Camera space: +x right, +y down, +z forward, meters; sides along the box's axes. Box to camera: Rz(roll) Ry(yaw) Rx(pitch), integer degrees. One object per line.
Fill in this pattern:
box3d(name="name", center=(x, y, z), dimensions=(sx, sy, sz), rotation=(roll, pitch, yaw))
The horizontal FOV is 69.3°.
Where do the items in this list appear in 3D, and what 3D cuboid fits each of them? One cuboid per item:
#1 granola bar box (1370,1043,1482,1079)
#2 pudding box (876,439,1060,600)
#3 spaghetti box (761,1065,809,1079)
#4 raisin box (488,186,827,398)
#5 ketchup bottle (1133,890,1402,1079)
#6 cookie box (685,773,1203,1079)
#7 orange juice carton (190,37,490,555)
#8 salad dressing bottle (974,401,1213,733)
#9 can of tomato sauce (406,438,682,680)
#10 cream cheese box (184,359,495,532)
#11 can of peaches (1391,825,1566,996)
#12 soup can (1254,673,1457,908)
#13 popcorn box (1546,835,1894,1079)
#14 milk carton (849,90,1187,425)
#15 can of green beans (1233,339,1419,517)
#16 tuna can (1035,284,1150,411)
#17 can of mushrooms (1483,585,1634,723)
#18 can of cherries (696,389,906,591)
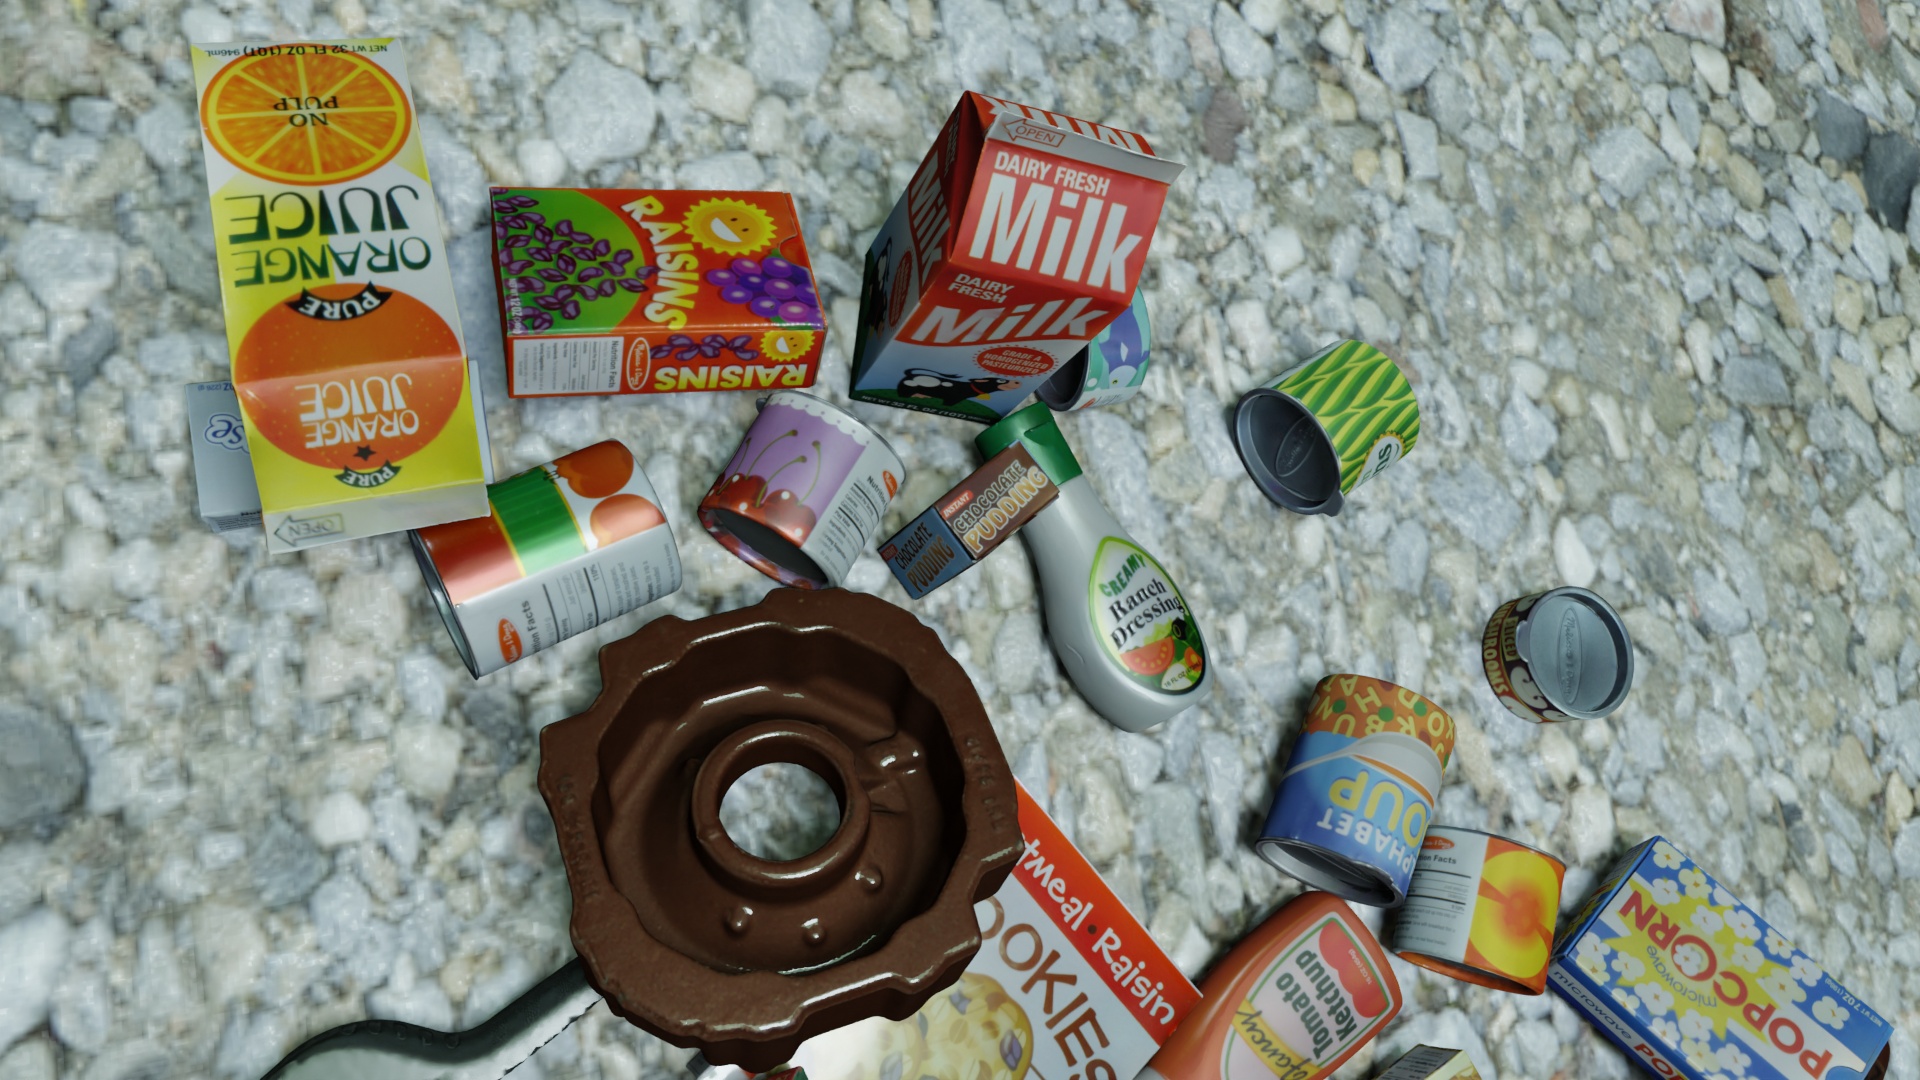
box3d(name="granola bar box", center=(0.197, 0.316, 0.573), dimensions=(0.124, 0.039, 0.165), rotation=(-27, 84, -20))
box3d(name="pudding box", center=(0.002, -0.007, 0.577), dimensions=(0.050, 0.083, 0.030), rotation=(-38, 92, -23))
box3d(name="spaghetti box", center=(-0.030, 0.307, 0.490), dimensions=(0.050, 0.029, 0.250), rotation=(-23, 94, 6))
box3d(name="raisin box", center=(-0.124, -0.103, 0.565), dimensions=(0.123, 0.039, 0.086), rotation=(-4, 53, -20))
box3d(name="ketchup bottle", center=(0.116, 0.214, 0.585), dimensions=(0.149, 0.043, 0.064), rotation=(-31, 89, -23))
box3d(name="cookie box", center=(-0.003, 0.193, 0.550), dimensions=(0.168, 0.040, 0.123), rotation=(-41, 92, -22))
box3d(name="orange juice carton", center=(-0.221, -0.085, 0.498), dimensions=(0.072, 0.072, 0.193), rotation=(-10, 65, -21))
box3d(name="salad dressing bottle", center=(0.056, 0.011, 0.613), dimensions=(0.064, 0.044, 0.147), rotation=(-28, 87, -33))
box3d(name="can of tomato sauce", center=(-0.159, 0.004, 0.528), dimensions=(0.083, 0.071, 0.071), rotation=(-25, 86, -24))
box3d(name="cream cheese box", center=(-0.235, -0.037, 0.533), dimensions=(0.104, 0.024, 0.053), rotation=(-9, 81, -21))
box3d(name="can of peaches", center=(0.235, 0.167, 0.625), dimensions=(0.071, 0.071, 0.058), rotation=(24, 71, -13))
box3d(name="soup can", center=(0.178, 0.110, 0.617), dimensions=(0.071, 0.071, 0.084), rotation=(31, 69, -10))
box3d(name="popcorn box", center=(0.348, 0.213, 0.646), dimensions=(0.085, 0.038, 0.127), rotation=(-38, 68, -24))
box3d(name="milk carton", center=(0.015, -0.112, 0.549), dimensions=(0.072, 0.190, 0.073), rotation=(10, 74, -17))
box3d(name="can of green beans", center=(0.173, -0.054, 0.659), dimensions=(0.058, 0.071, 0.071), rotation=(-30, 88, -23))
box3d(name="tuna can", center=(0.055, -0.095, 0.626), dimensions=(0.033, 0.071, 0.071), rotation=(-9, 80, -22))
box3d(name="can of mushrooms", center=(0.295, 0.057, 0.692), dimensions=(0.071, 0.033, 0.071), rotation=(4, 76, -19))
box3d(name="can of cherries", center=(-0.067, -0.019, 0.567), dimensions=(0.071, 0.071, 0.058), rotation=(33, 70, -9))
